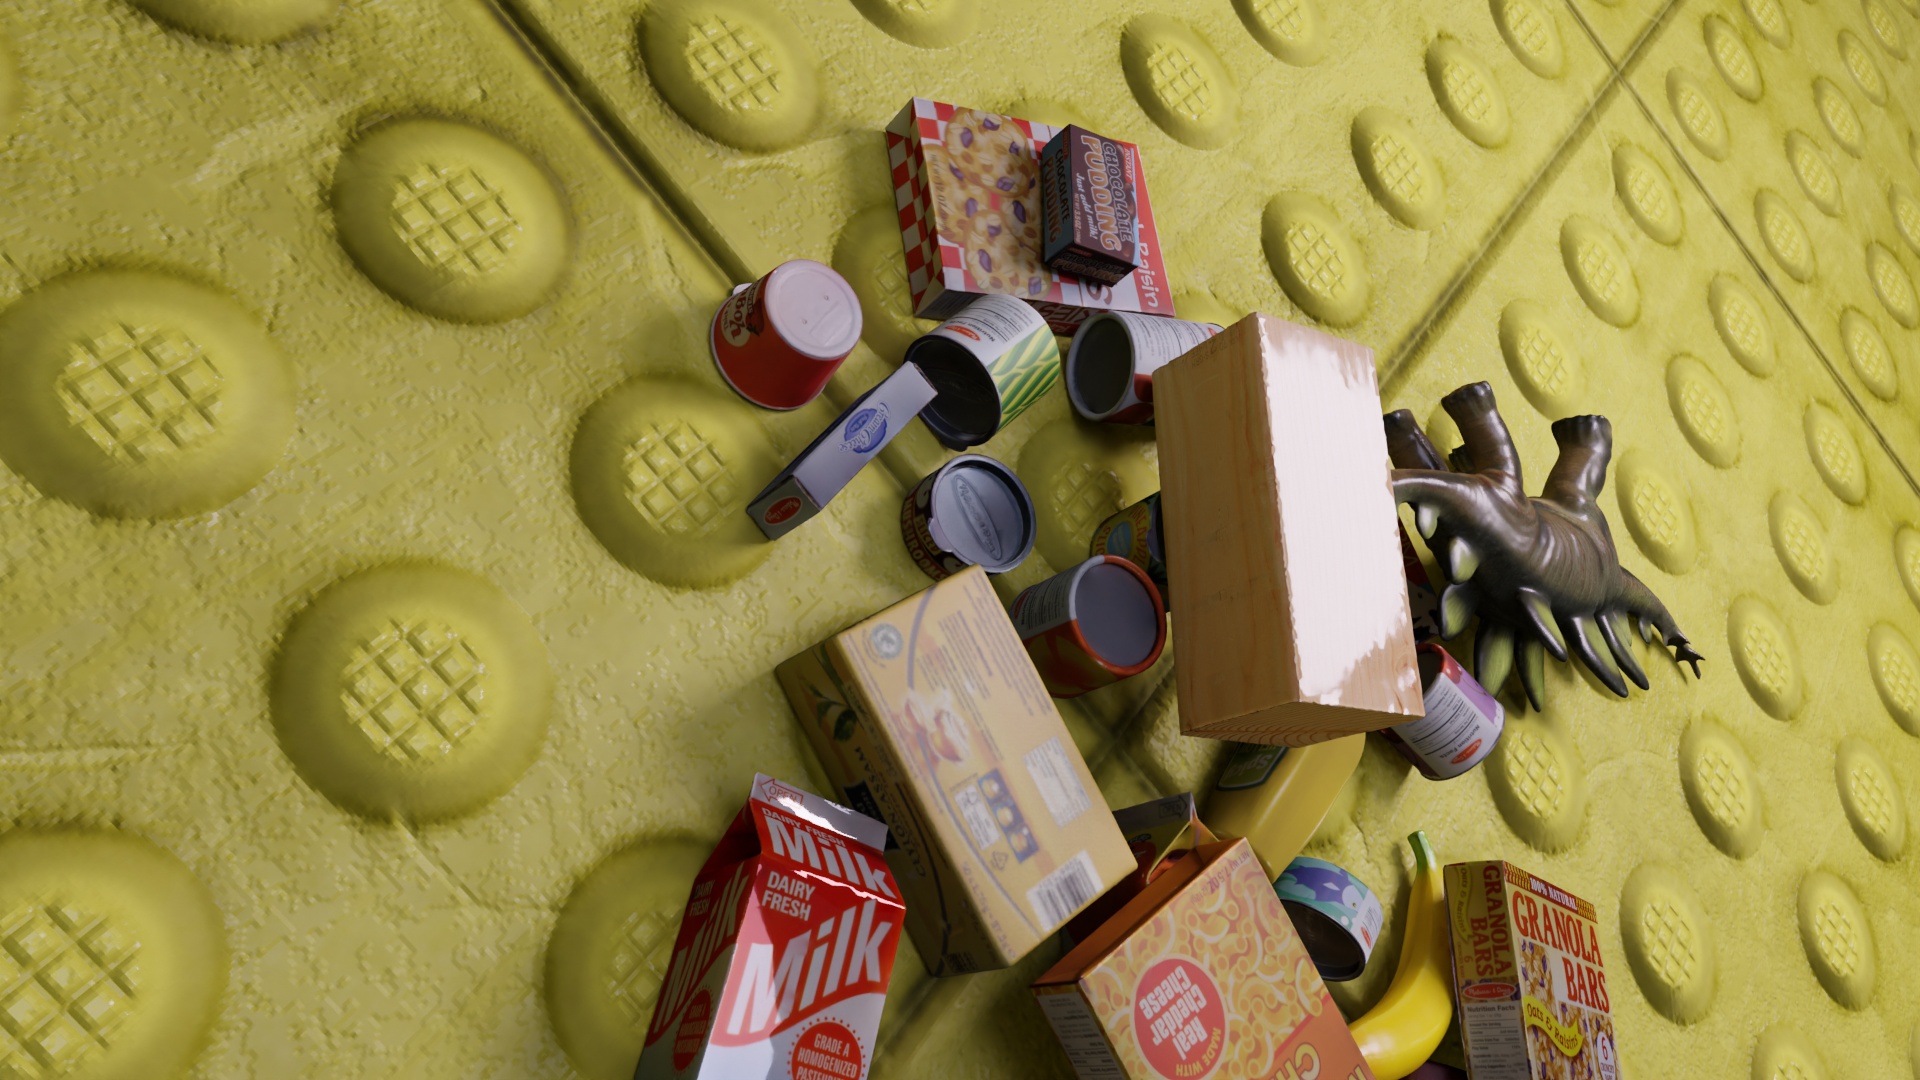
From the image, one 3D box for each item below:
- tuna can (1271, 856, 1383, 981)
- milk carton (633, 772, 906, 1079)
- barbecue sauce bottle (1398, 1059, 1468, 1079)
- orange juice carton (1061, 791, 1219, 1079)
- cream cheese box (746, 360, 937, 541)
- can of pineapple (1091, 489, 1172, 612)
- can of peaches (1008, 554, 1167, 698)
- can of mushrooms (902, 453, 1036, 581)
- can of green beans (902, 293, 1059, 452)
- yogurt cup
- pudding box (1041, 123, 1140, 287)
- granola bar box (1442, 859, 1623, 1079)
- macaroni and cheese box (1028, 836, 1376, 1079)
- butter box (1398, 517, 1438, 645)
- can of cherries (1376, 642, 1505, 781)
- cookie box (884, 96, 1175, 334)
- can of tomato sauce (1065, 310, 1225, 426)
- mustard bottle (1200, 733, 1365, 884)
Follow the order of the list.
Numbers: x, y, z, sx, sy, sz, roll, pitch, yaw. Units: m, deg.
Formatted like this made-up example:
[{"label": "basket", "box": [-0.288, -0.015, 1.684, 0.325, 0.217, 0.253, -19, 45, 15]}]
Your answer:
[{"label": "tuna can", "box": [0.192, 0.206, 0.761, 0.071, 0.071, 0.033, 48, 52, -9]}, {"label": "milk carton", "box": [-0.081, 0.196, 0.574, 0.072, 0.073, 0.191, 28, 58, -22]}, {"label": "barbecue sauce bottle", "box": [0.254, 0.363, 0.751, 0.065, 0.043, 0.149, 23, 61, -15]}, {"label": "orange juice carton", "box": [0.103, 0.226, 0.687, 0.073, 0.071, 0.193, 7, 68, -32]}, {"label": "cream cheese box", "box": [-0.059, -0.046, 0.697, 0.024, 0.053, 0.104, 49, 53, -11]}, {"label": "can of pineapple", "box": [0.115, 0.006, 0.791, 0.071, 0.057, 0.071, 13, 65, -29]}, {"label": "can of peaches", "box": [0.070, 0.047, 0.744, 0.071, 0.058, 0.071, 13, 65, -29]}, {"label": "can of mushrooms", "box": [0.003, -0.009, 0.737, 0.071, 0.033, 0.071, 13, 66, -30]}, {"label": "can of green beans", "box": [0.012, -0.093, 0.756, 0.058, 0.071, 0.071, -40, 96, -38]}, {"label": "yogurt cup", "box": [-0.085, -0.106, 0.703, 0.072, 0.053, 0.072, 13, 66, -30]}, {"label": "pudding box", "box": [0.076, -0.195, 0.809, 0.050, 0.030, 0.084, 13, 65, -30]}, {"label": "granola bar box", "box": [0.339, 0.265, 0.818, 0.165, 0.039, 0.124, 29, 54, -44]}, {"label": "macaroni and cheese box", "box": [0.120, 0.238, 0.622, 0.124, 0.040, 0.166, -27, 88, -38]}, {"label": "butter box", "box": [0.280, 0.021, 0.916, 0.053, 0.024, 0.103, -19, 83, -38]}, {"label": "can of cherries", "box": [0.293, 0.106, 0.869, 0.058, 0.071, 0.072, 42, 54, -12]}, {"label": "cookie box", "box": [0.043, -0.188, 0.832, 0.168, 0.040, 0.123, 1, 72, -33]}, {"label": "can of tomato sauce", "box": [0.114, -0.099, 0.829, 0.083, 0.071, 0.071, 1, 71, -33]}, {"label": "mustard bottle", "box": [0.167, 0.149, 0.767, 0.048, 0.065, 0.161, 48, 57, -13]}]
